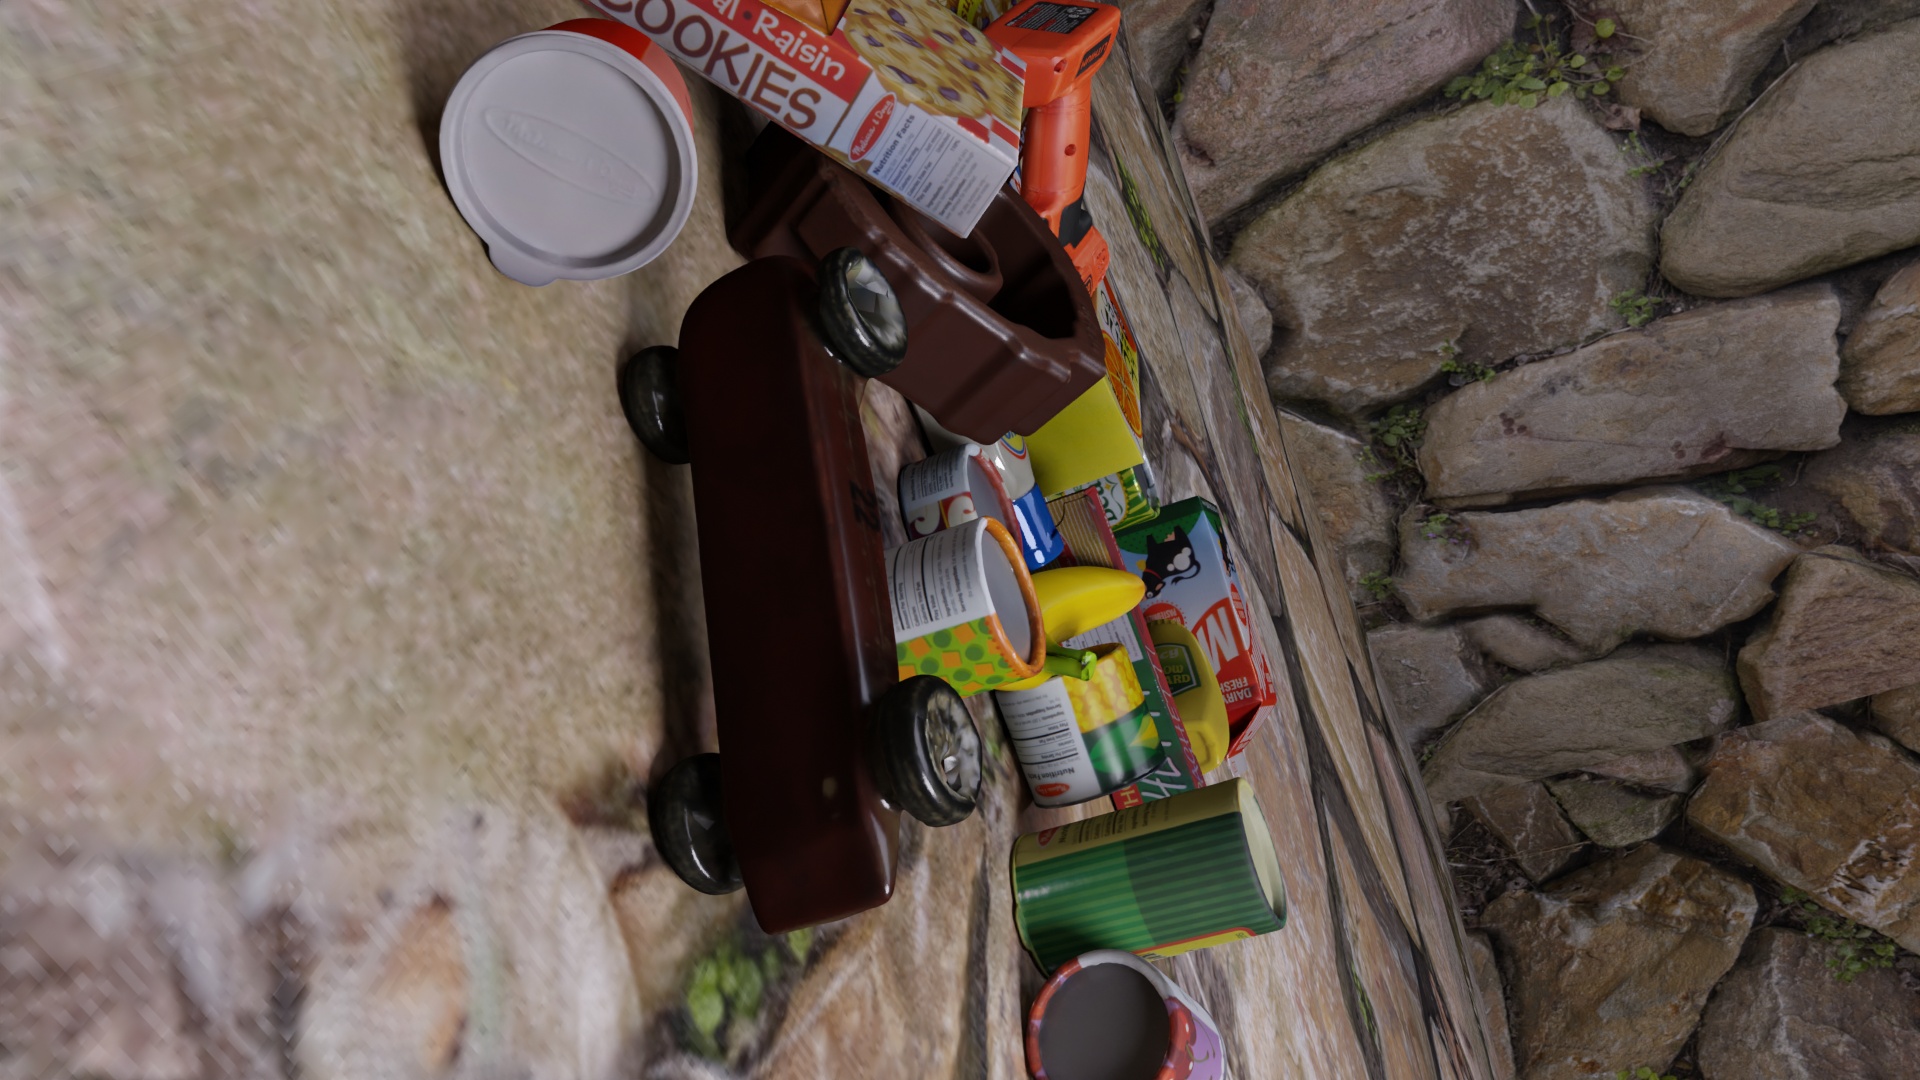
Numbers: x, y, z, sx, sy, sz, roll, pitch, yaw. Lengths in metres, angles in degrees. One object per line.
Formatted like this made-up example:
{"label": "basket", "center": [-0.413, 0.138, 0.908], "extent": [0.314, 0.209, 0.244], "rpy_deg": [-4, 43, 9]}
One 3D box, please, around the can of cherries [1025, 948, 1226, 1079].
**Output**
{"label": "can of cherries", "center": [0.066, 0.208, 0.560], "extent": [0.058, 0.071, 0.072], "rpy_deg": [50, 27, -47]}

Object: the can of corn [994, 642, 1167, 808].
{"label": "can of corn", "center": [0.057, 0.085, 0.652], "extent": [0.058, 0.071, 0.071], "rpy_deg": [70, 18, -1]}

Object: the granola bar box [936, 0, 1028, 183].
{"label": "granola bar box", "center": [-0.001, -0.264, 0.775], "extent": [0.124, 0.039, 0.166], "rpy_deg": [52, 53, -45]}

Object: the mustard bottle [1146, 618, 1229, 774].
{"label": "mustard bottle", "center": [0.129, 0.089, 0.869], "extent": [0.161, 0.065, 0.048], "rpy_deg": [-83, 154, -65]}

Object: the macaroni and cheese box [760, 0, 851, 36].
{"label": "macaroni and cheese box", "center": [-0.096, -0.255, 0.488], "extent": [0.124, 0.040, 0.167], "rpy_deg": [20, 37, -26]}

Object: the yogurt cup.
{"label": "yogurt cup", "center": [-0.106, -0.115, 0.394], "extent": [0.054, 0.072, 0.072], "rpy_deg": [-95, 159, -58]}

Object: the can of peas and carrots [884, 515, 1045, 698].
{"label": "can of peas and carrots", "center": [-0.004, 0.030, 0.545], "extent": [0.070, 0.058, 0.071], "rpy_deg": [55, 24, -40]}

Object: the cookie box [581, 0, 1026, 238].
{"label": "cookie box", "center": [-0.055, -0.197, 0.535], "extent": [0.167, 0.040, 0.123], "rpy_deg": [29, 33, -15]}

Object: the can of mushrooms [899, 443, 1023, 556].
{"label": "can of mushrooms", "center": [0.002, -0.008, 0.644], "extent": [0.070, 0.033, 0.071], "rpy_deg": [56, 22, -37]}

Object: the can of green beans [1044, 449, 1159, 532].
{"label": "can of green beans", "center": [0.088, -0.036, 0.880], "extent": [0.071, 0.058, 0.071], "rpy_deg": [55, 24, -39]}

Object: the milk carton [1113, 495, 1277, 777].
{"label": "milk carton", "center": [0.168, 0.071, 0.978], "extent": [0.072, 0.073, 0.191], "rpy_deg": [13, 60, -69]}

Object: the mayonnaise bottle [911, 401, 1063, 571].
{"label": "mayonnaise bottle", "center": [0.007, -0.055, 0.692], "extent": [0.147, 0.041, 0.065], "rpy_deg": [65, 20, -14]}

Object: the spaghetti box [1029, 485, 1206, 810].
{"label": "spaghetti box", "center": [0.093, 0.093, 0.776], "extent": [0.249, 0.050, 0.029], "rpy_deg": [69, 19, -6]}

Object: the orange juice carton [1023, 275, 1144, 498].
{"label": "orange juice carton", "center": [0.067, -0.114, 0.875], "extent": [0.071, 0.073, 0.194], "rpy_deg": [60, 20, -29]}

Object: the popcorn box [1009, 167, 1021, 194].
{"label": "popcorn box", "center": [-0.002, -0.255, 0.873], "extent": [0.126, 0.038, 0.085], "rpy_deg": [52, 26, -45]}

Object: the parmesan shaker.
{"label": "parmesan shaker", "center": [0.082, 0.148, 0.601], "extent": [0.071, 0.103, 0.072], "rpy_deg": [56, 24, -39]}
